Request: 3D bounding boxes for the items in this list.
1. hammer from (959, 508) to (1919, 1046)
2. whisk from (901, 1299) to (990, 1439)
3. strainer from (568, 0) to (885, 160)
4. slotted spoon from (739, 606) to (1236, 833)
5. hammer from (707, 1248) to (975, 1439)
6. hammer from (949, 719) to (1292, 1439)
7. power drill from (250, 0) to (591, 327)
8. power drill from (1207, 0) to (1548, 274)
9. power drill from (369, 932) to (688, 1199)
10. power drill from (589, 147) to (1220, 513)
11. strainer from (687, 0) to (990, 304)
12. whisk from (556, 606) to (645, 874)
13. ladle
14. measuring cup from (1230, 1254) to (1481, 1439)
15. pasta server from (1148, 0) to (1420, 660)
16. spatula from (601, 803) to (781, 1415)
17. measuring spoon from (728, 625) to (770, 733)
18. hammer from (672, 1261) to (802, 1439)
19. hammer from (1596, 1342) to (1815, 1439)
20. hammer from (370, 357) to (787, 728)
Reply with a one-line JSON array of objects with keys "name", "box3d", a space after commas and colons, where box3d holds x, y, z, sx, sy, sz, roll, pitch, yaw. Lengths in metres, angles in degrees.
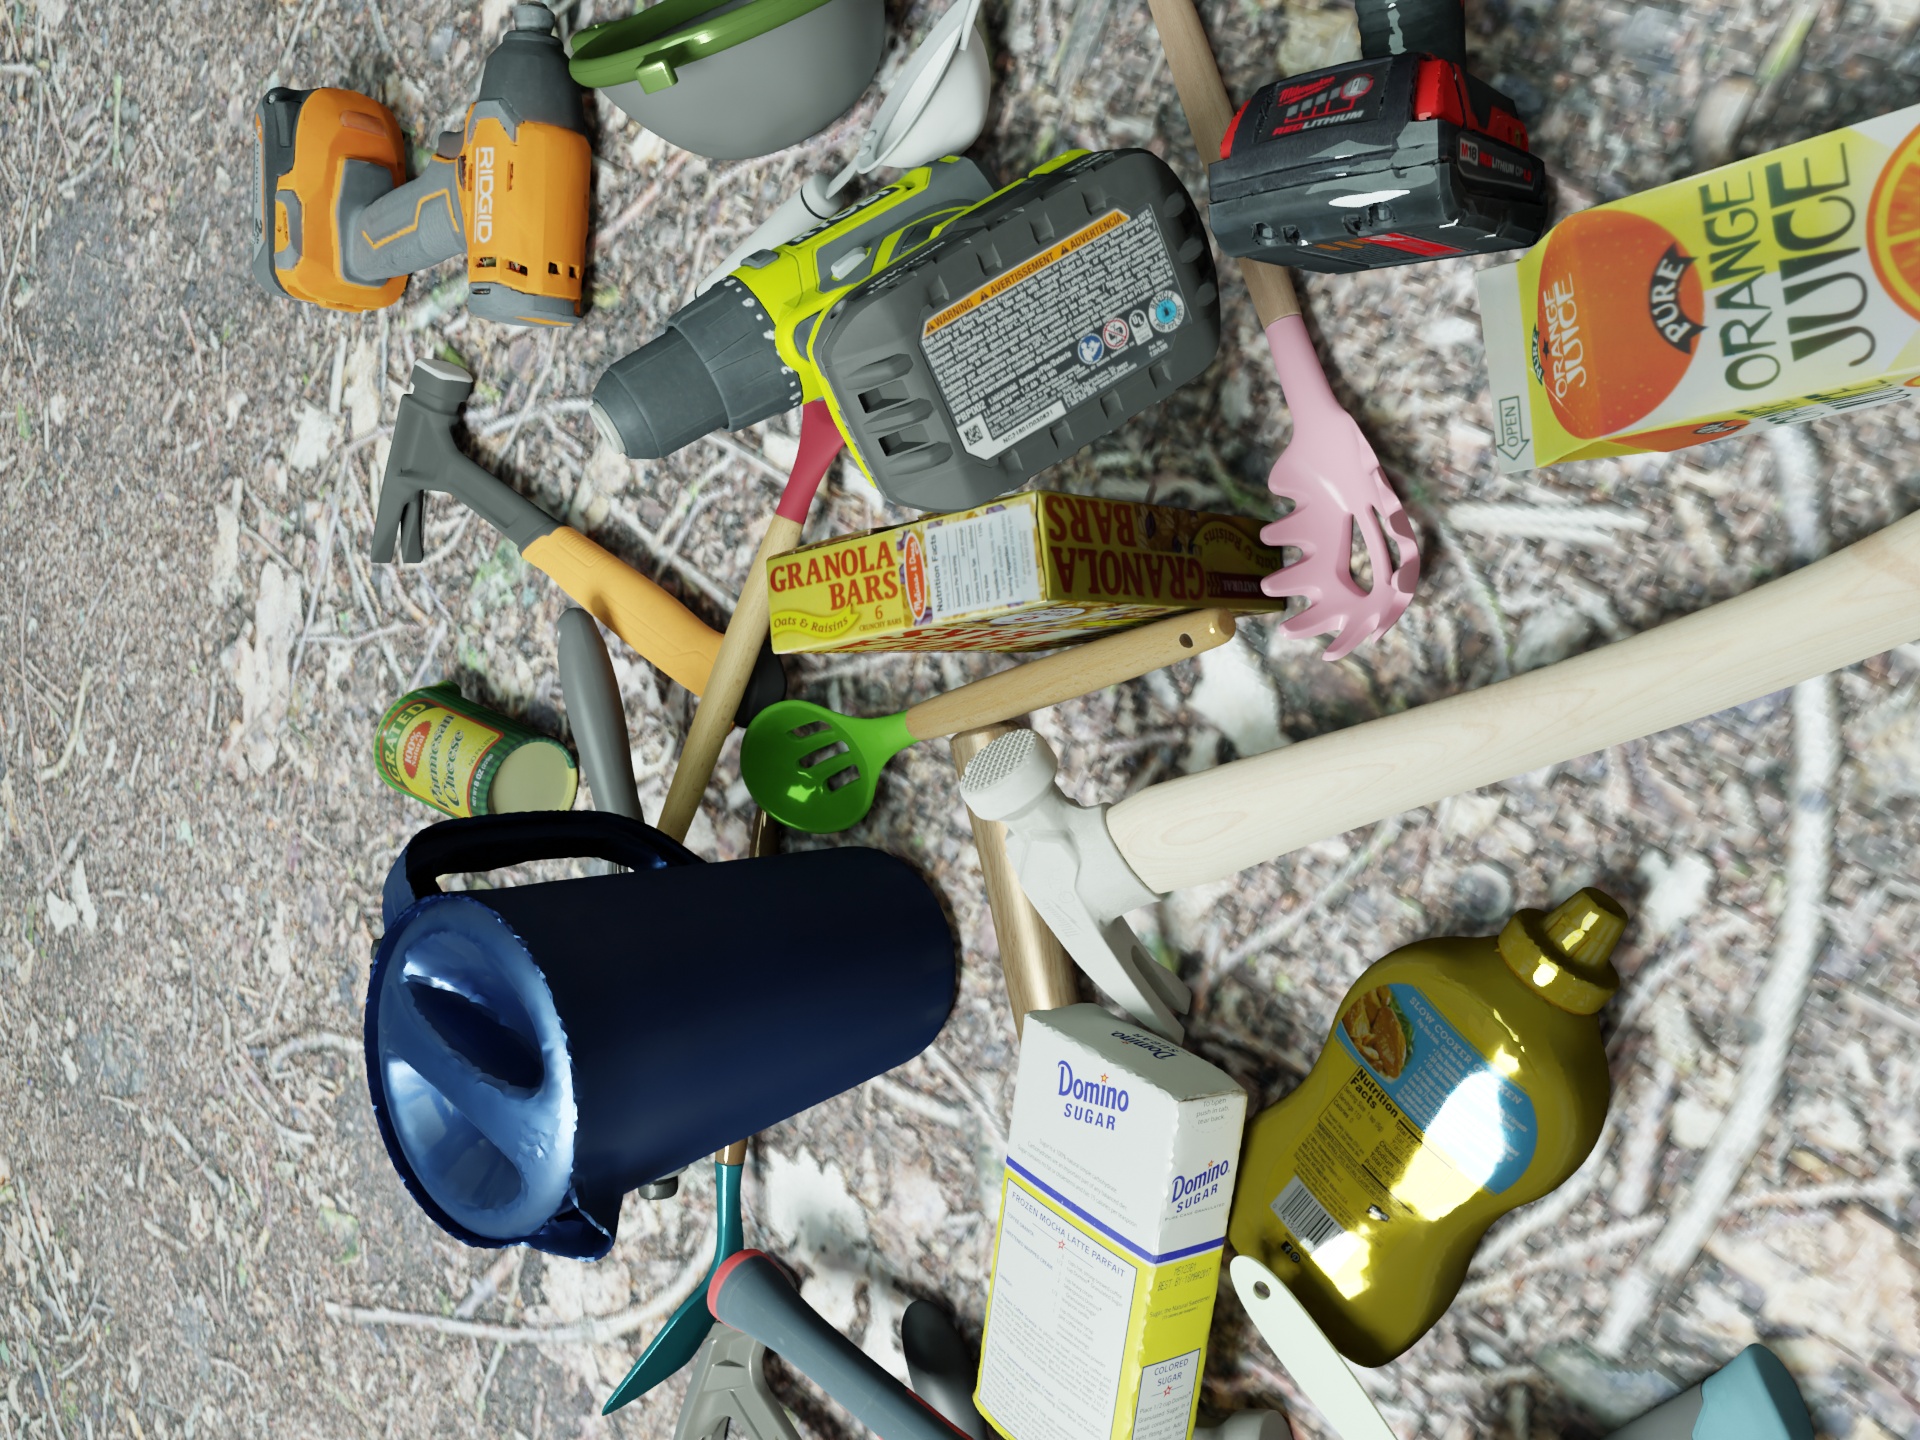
[{"name": "hammer", "box3d": [0.201, 0.005, 0.532, 0.410, 0.038, 0.146, -23, 115, 30]}, {"name": "whisk", "box3d": [0.031, 0.400, 0.711, 0.070, 0.070, 0.285, -37, 68, 34]}, {"name": "strainer", "box3d": [-0.120, -0.304, 0.749, 0.257, 0.151, 0.069, 26, 146, 53]}, {"name": "slotted spoon", "box3d": [-0.001, -0.002, 0.669, 0.314, 0.031, 0.070, -18, 106, 51]}, {"name": "hammer", "box3d": [0.019, 0.316, 0.634, 0.387, 0.143, 0.038, 22, 71, 40]}, {"name": "hammer", "box3d": [0.045, 0.164, 0.692, 0.130, 0.031, 0.331, -17, 83, 37]}, {"name": "power drill", "box3d": [-0.295, -0.305, 0.884, 0.227, 0.084, 0.164, 11, 100, 32]}, {"name": "power drill", "box3d": [0.121, -0.265, 0.498, 0.080, 0.188, 0.226, 2, 99, 36]}, {"name": "power drill", "box3d": [-0.226, 0.179, 0.879, 0.220, 0.078, 0.143, 0, 94, 35]}, {"name": "power drill", "box3d": [-0.031, -0.143, 0.586, 0.229, 0.190, 0.080, 33, 152, 60]}, {"name": "strainer", "box3d": [-0.056, -0.244, 0.727, 0.258, 0.050, 0.087, -27, 39, 43]}, {"name": "whisk", "box3d": [-0.167, 0.056, 0.787, 0.055, 0.055, 0.239, -24, 76, 37]}, {"name": "ladle", "box3d": [-0.088, -0.069, 0.740, 0.069, 0.031, 0.315, 25, 97, 30]}, {"name": "measuring cup", "box3d": [0.159, 0.254, 0.561, 0.168, 0.038, 0.083, 50, 121, 20]}, {"name": "pasta server", "box3d": [0.110, -0.176, 0.606, 0.060, 0.040, 0.316, -27, 77, 48]}, {"name": "spatula", "box3d": [-0.125, 0.197, 0.812, 0.044, 0.082, 0.317, 9, 93, 25]}, {"name": "measuring spoon", "box3d": [-0.104, -0.038, 0.804, 0.021, 0.011, 0.117, 42, 121, 29]}, {"name": "hammer", "box3d": [-0.032, 0.420, 0.720, 0.359, 0.036, 0.149, 38, 115, 46]}, {"name": "hammer", "box3d": [0.180, 0.330, 0.602, 0.331, 0.033, 0.128, -49, 67, 30]}, {"name": "hammer", "box3d": [-0.214, -0.080, 0.861, 0.337, 0.034, 0.127, 34, 113, 33]}]
